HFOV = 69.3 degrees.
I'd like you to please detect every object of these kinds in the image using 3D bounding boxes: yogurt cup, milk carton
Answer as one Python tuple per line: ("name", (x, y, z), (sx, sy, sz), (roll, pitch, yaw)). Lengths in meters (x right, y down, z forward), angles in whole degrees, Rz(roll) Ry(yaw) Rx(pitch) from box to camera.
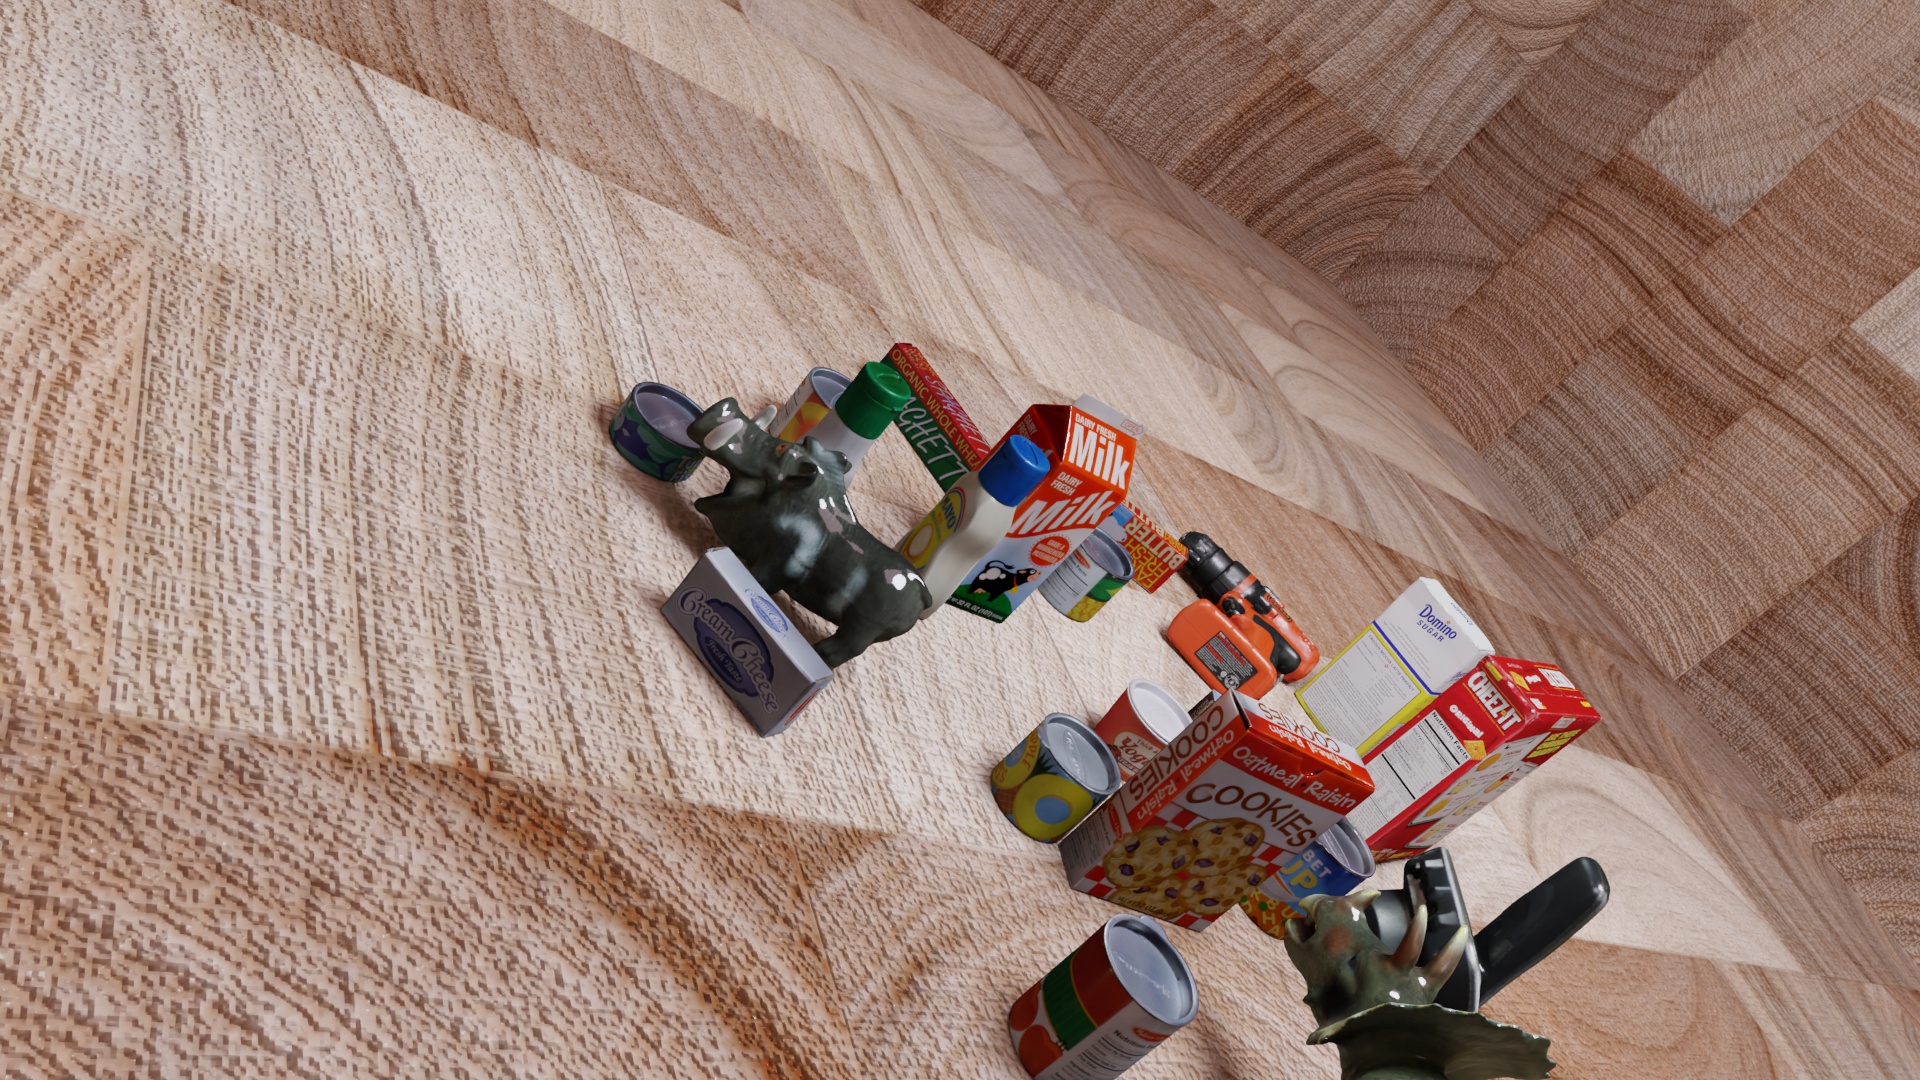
("yogurt cup", (0.136, 0.145, 1.043), (0.072, 0.053, 0.073), (33, 26, -19))
("milk carton", (0.055, -0.032, 1.048), (0.072, 0.189, 0.074), (23, 31, -36))

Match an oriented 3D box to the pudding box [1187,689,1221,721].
("pudding box", (0.223, 0.165, 1.141), (0.083, 0.049, 0.030), (34, 26, -18))

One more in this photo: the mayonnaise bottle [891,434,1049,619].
("mayonnaise bottle", (0.004, -0.012, 0.993), (0.041, 0.147, 0.065), (26, 29, -32))

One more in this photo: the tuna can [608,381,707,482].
("tuna can", (-0.198, -0.071, 0.933), (0.071, 0.032, 0.071), (33, 26, -19))

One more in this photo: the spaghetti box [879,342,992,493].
("spaghetti box", (0.000, -0.070, 1.195), (0.029, 0.050, 0.251), (4, 44, -53))

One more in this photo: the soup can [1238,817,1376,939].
("soup can", (0.247, 0.241, 1.016), (0.071, 0.083, 0.072), (33, 26, -19))

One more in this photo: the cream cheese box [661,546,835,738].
("cream cheese box", (-0.125, 0.059, 0.807), (0.104, 0.053, 0.024), (49, 25, 14))

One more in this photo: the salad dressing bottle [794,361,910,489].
("salad dressing bottle", (-0.090, -0.055, 0.928), (0.044, 0.147, 0.064), (50, 26, 16))

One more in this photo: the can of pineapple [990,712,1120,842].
("can of pineapple", (0.061, 0.155, 0.915), (0.071, 0.057, 0.071), (33, 26, -19))

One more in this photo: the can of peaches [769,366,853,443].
("can of peaches", (-0.103, -0.089, 1.068), (0.071, 0.058, 0.071), (33, 26, -19))

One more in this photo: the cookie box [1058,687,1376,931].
("cookie box", (0.165, 0.179, 0.897), (0.123, 0.166, 0.040), (27, 29, -30))

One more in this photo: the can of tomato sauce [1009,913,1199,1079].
("can of tomato sauce", (0.076, 0.252, 0.754), (0.071, 0.082, 0.071), (33, 26, -19))

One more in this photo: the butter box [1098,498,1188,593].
("butter box", (0.160, -0.001, 1.311), (0.103, 0.053, 0.024), (38, 25, -8))

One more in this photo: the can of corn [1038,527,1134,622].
("can of corn", (0.106, 0.027, 1.183), (0.071, 0.058, 0.071), (33, 26, -19))
